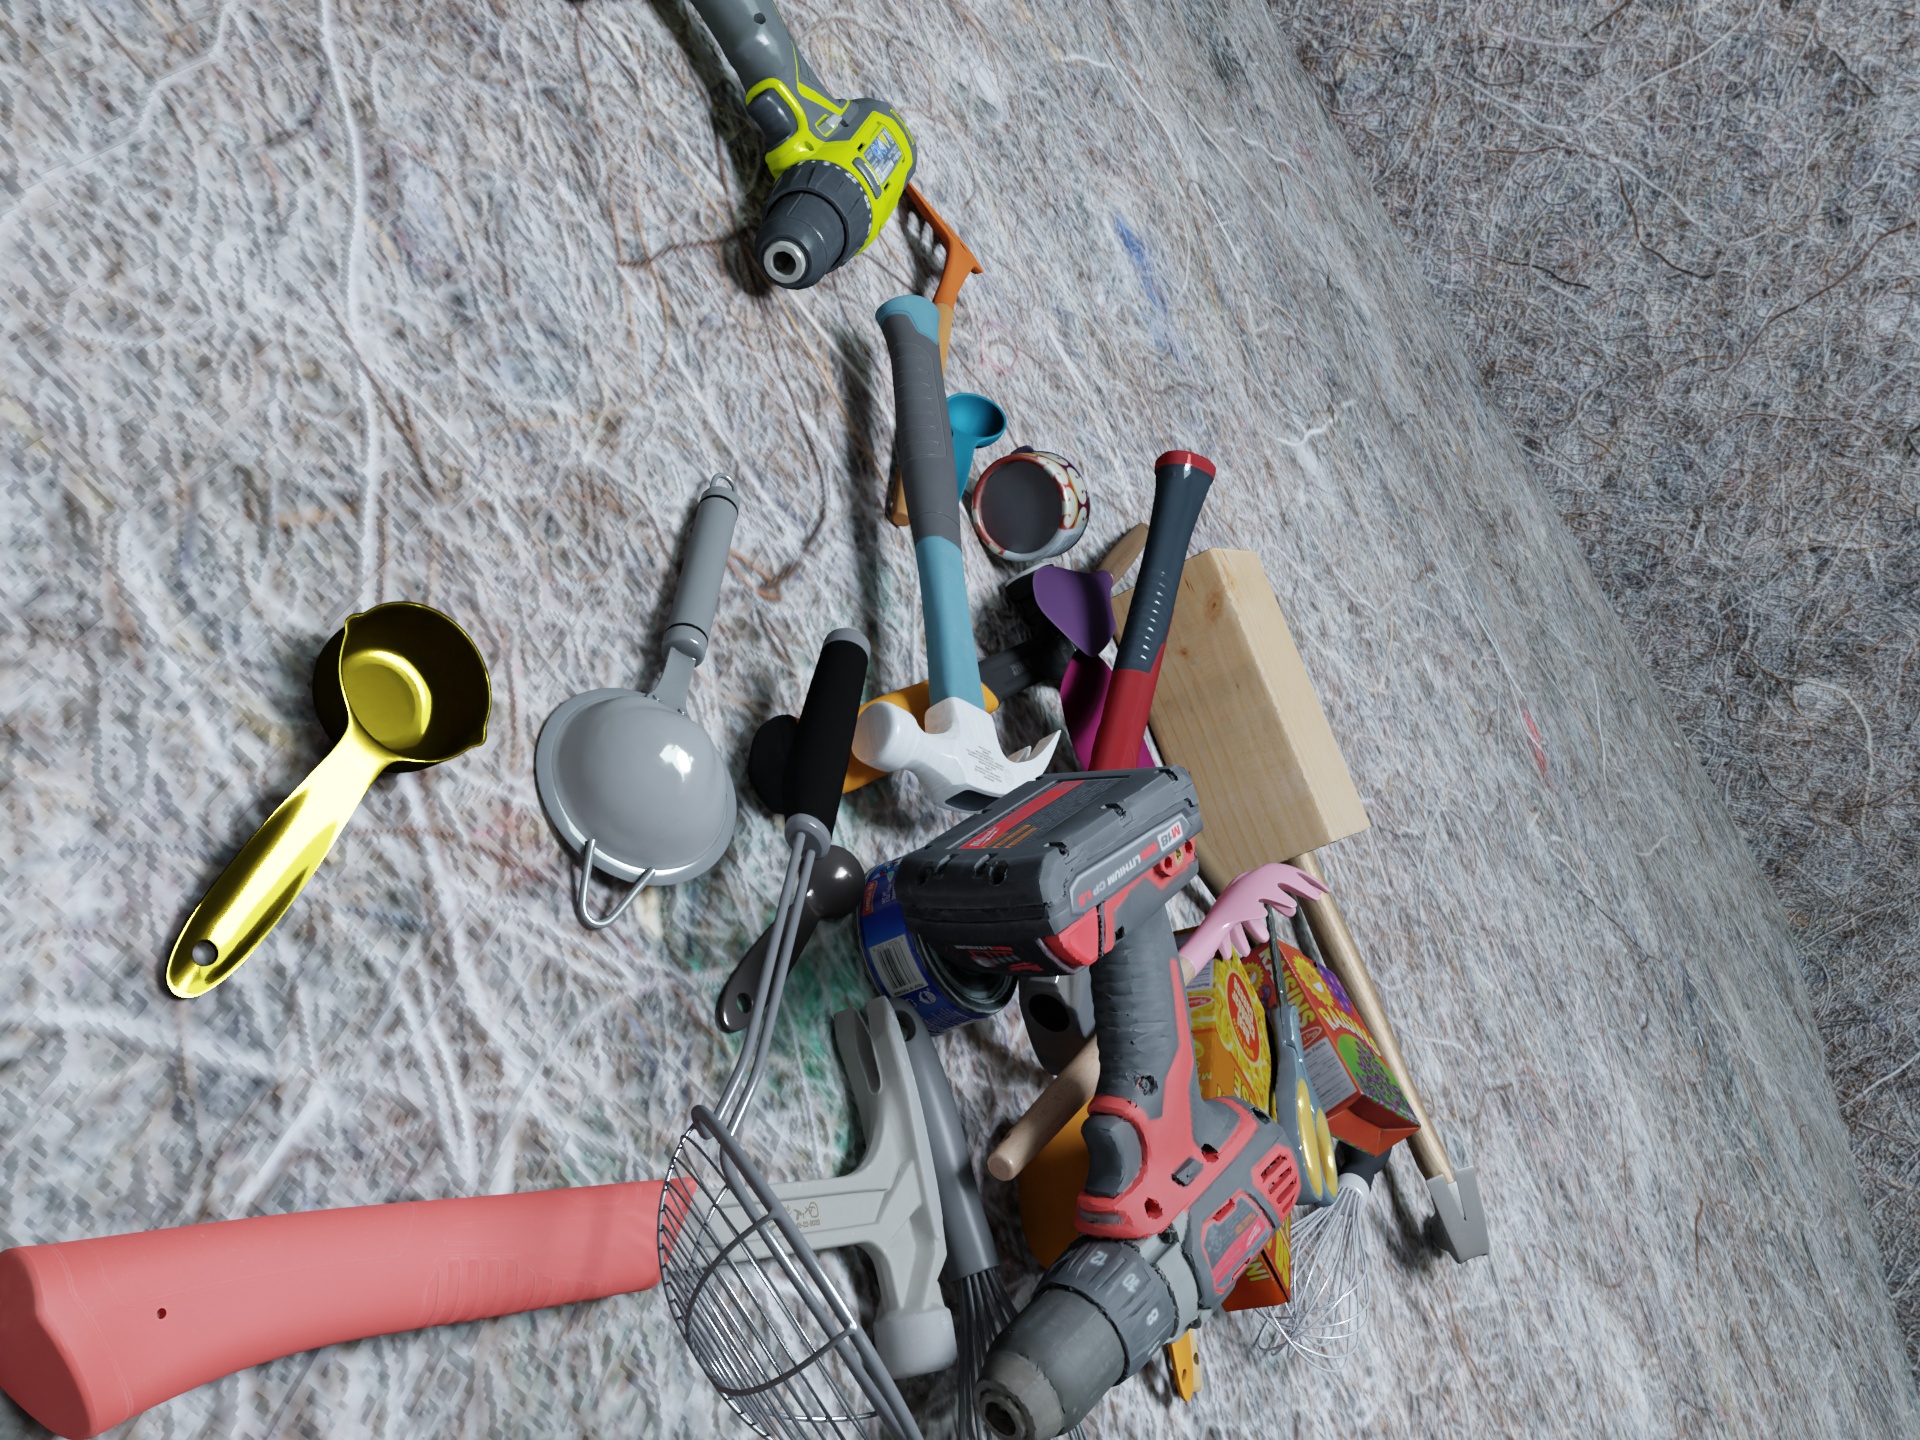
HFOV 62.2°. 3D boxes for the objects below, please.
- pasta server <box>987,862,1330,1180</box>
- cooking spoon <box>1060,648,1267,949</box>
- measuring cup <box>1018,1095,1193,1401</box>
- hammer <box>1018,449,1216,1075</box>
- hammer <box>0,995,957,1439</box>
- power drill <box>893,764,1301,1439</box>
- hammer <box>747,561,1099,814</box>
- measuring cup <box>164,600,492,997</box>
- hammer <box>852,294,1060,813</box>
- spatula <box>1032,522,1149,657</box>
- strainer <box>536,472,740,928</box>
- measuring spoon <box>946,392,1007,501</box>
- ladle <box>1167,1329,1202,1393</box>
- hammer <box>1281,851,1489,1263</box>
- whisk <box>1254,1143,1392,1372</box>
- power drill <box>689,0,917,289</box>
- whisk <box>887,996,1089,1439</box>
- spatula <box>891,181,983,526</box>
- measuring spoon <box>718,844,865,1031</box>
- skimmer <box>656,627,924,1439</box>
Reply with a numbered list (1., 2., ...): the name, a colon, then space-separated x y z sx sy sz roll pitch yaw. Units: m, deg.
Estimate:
1. pasta server: 0.102 0.139 0.777 0.040 0.060 0.316 48 36 8
2. cooking spoon: 0.139 0.071 0.975 0.318 0.017 0.069 52 46 -37
3. measuring cup: 0.073 0.254 0.753 0.095 0.052 0.173 -48 129 -53
4. hammer: 0.093 0.001 0.860 0.143 0.038 0.387 73 27 -46
5. hammer: -0.124 0.161 0.518 0.358 0.036 0.149 16 55 -53
6. power drill: 0.050 0.149 0.632 0.188 0.080 0.226 -29 106 -44
7. hammer: -0.001 -0.003 0.835 0.337 0.034 0.127 -25 88 -60
8. measuring cup: -0.207 0.025 0.509 0.062 0.029 0.157 48 45 -26
9. hammer: -0.013 -0.100 0.828 0.128 0.033 0.331 28 44 -42
10. spatula: 0.093 -0.097 1.024 0.060 0.018 0.316 45 22 -1
11. strainer: -0.118 -0.027 0.668 0.086 0.050 0.259 30 39 -24
12. measuring spoon: -0.004 -0.151 0.960 0.042 0.021 0.129 20 50 -2
13. ladle: 0.089 0.187 0.843 0.069 0.031 0.316 17 56 -49
14. hammer: 0.283 0.208 1.098 0.130 0.031 0.331 57 12 -73
15. whisk: 0.228 0.300 0.954 0.070 0.070 0.284 65 26 1
16. power drill: -0.118 -0.355 0.875 0.228 0.080 0.191 53 32 -25
17. whisk: 0.003 0.230 0.662 0.055 0.055 0.239 12 53 -54
18. spatula: -0.021 -0.235 0.991 0.081 0.041 0.323 41 42 -35
19. measuring spoon: -0.068 0.091 0.675 0.034 0.018 0.124 57 32 -14
20. skimmer: -0.038 0.086 0.585 0.364 0.090 0.127 -83 162 -47
